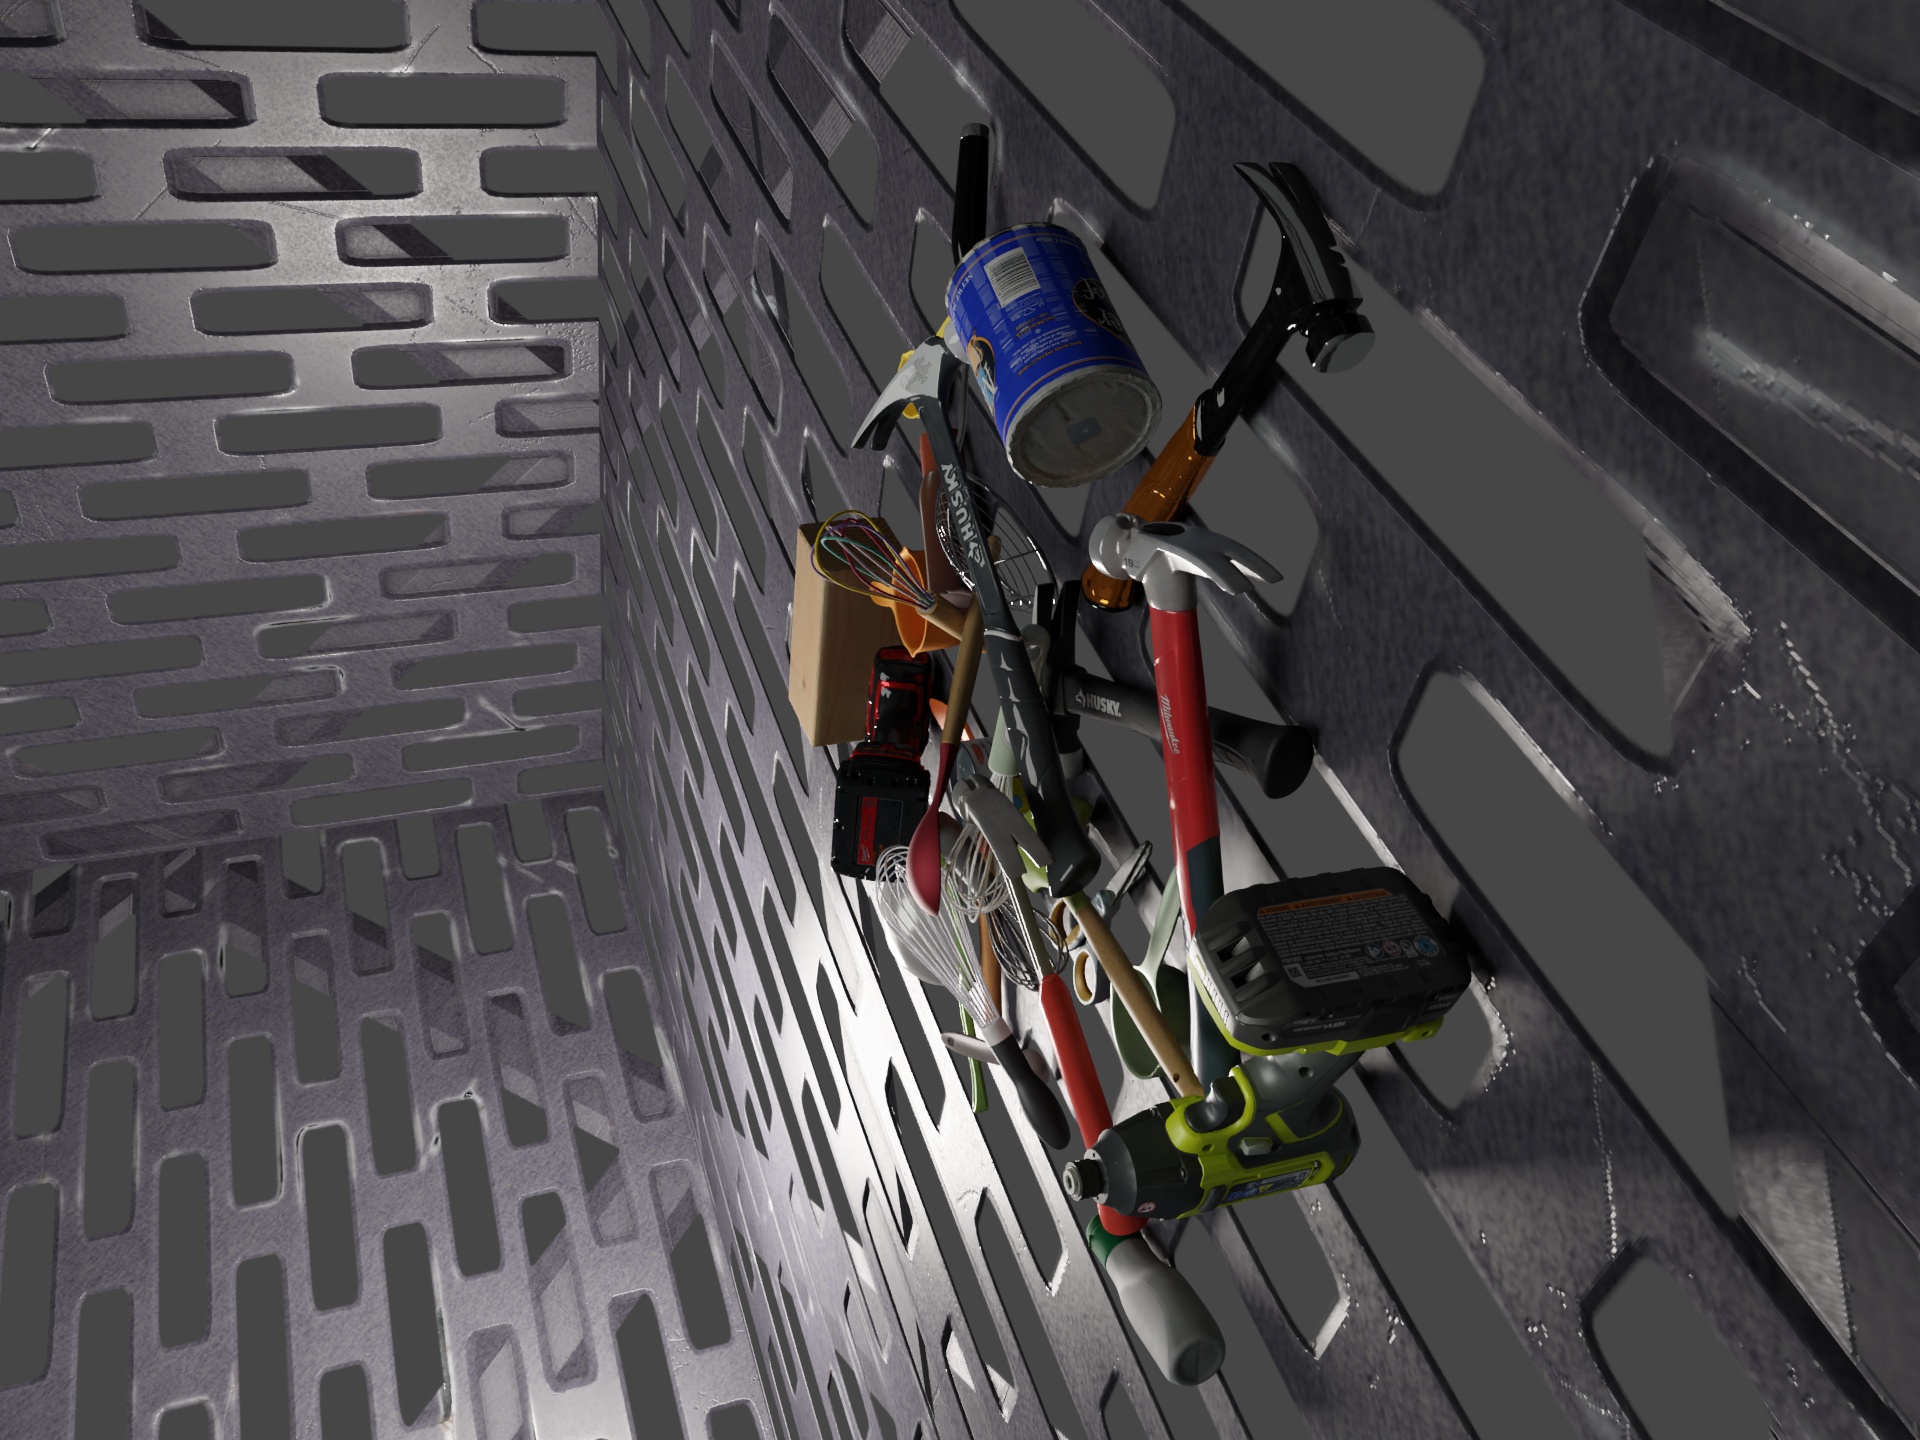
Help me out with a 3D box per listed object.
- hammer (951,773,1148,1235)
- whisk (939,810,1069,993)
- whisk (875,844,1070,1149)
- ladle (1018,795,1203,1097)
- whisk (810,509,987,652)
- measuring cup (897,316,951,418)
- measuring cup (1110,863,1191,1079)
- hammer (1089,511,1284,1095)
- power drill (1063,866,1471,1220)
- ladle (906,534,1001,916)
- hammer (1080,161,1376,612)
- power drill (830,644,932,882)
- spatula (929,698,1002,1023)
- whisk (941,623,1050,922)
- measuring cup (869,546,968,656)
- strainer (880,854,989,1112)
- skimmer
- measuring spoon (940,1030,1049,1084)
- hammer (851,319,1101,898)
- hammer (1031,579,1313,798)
[{"bbox_3d":[0.074,0.214,1.095,0.149,0.036,0.358,-129,19,-67],"label":"hammer"},{"bbox_3d":[0.023,0.137,1.276,0.239,0.055,0.055,-130,37,-53],"label":"whisk"},{"bbox_3d":[0.012,0.228,1.304,0.284,0.070,0.070,59,158,2],"label":"whisk"},{"bbox_3d":[0.102,0.147,1.059,0.078,0.062,0.320,-61,27,18],"label":"ladle"},{"bbox_3d":[-0.035,-0.101,1.221,0.051,0.244,0.047,-4,72,30],"label":"whisk"},{"bbox_3d":[-0.008,-0.307,1.315,0.156,0.029,0.062,-44,56,52],"label":"measuring cup"},{"bbox_3d":[0.142,0.162,1.052,0.083,0.038,0.167,-125,40,-54],"label":"measuring cup"},{"bbox_3d":[0.146,0.077,0.924,0.143,0.038,0.386,31,135,59],"label":"hammer"},{"bbox_3d":[0.154,0.182,0.829,0.223,0.171,0.080,106,149,-42],"label":"power drill"},{"bbox_3d":[-0.002,-0.004,1.222,0.069,0.031,0.316,116,167,-68],"label":"ladle"},{"bbox_3d":[0.136,-0.169,0.943,0.336,0.034,0.127,120,138,-59],"label":"hammer"},{"bbox_3d":[-0.063,0.042,1.424,0.220,0.078,0.143,-84,1,-58],"label":"power drill"},{"bbox_3d":[0.013,0.138,1.382,0.081,0.041,0.322,-152,55,-65],"label":"spatula"},{"bbox_3d":[0.031,0.042,1.170,0.059,0.057,0.246,-101,20,-63],"label":"whisk"},{"bbox_3d":[-0.035,-0.111,1.409,0.174,0.052,0.095,-155,59,-69],"label":"measuring cup"},{"bbox_3d":[-0.027,0.231,1.445,0.151,0.069,0.256,123,137,-78],"label":"strainer"},{"bbox_3d":[0.033,-0.264,1.200,0.127,0.090,0.363,174,99,-75],"label":"skimmer"},{"bbox_3d":[0.024,0.290,1.367,0.124,0.018,0.034,9,110,42],"label":"measuring spoon"},{"bbox_3d":[0.020,-0.075,1.109,0.149,0.036,0.409,-31,69,43],"label":"hammer"},{"bbox_3d":[0.125,-0.009,1.032,0.335,0.035,0.146,-158,61,-67],"label":"hammer"}]
